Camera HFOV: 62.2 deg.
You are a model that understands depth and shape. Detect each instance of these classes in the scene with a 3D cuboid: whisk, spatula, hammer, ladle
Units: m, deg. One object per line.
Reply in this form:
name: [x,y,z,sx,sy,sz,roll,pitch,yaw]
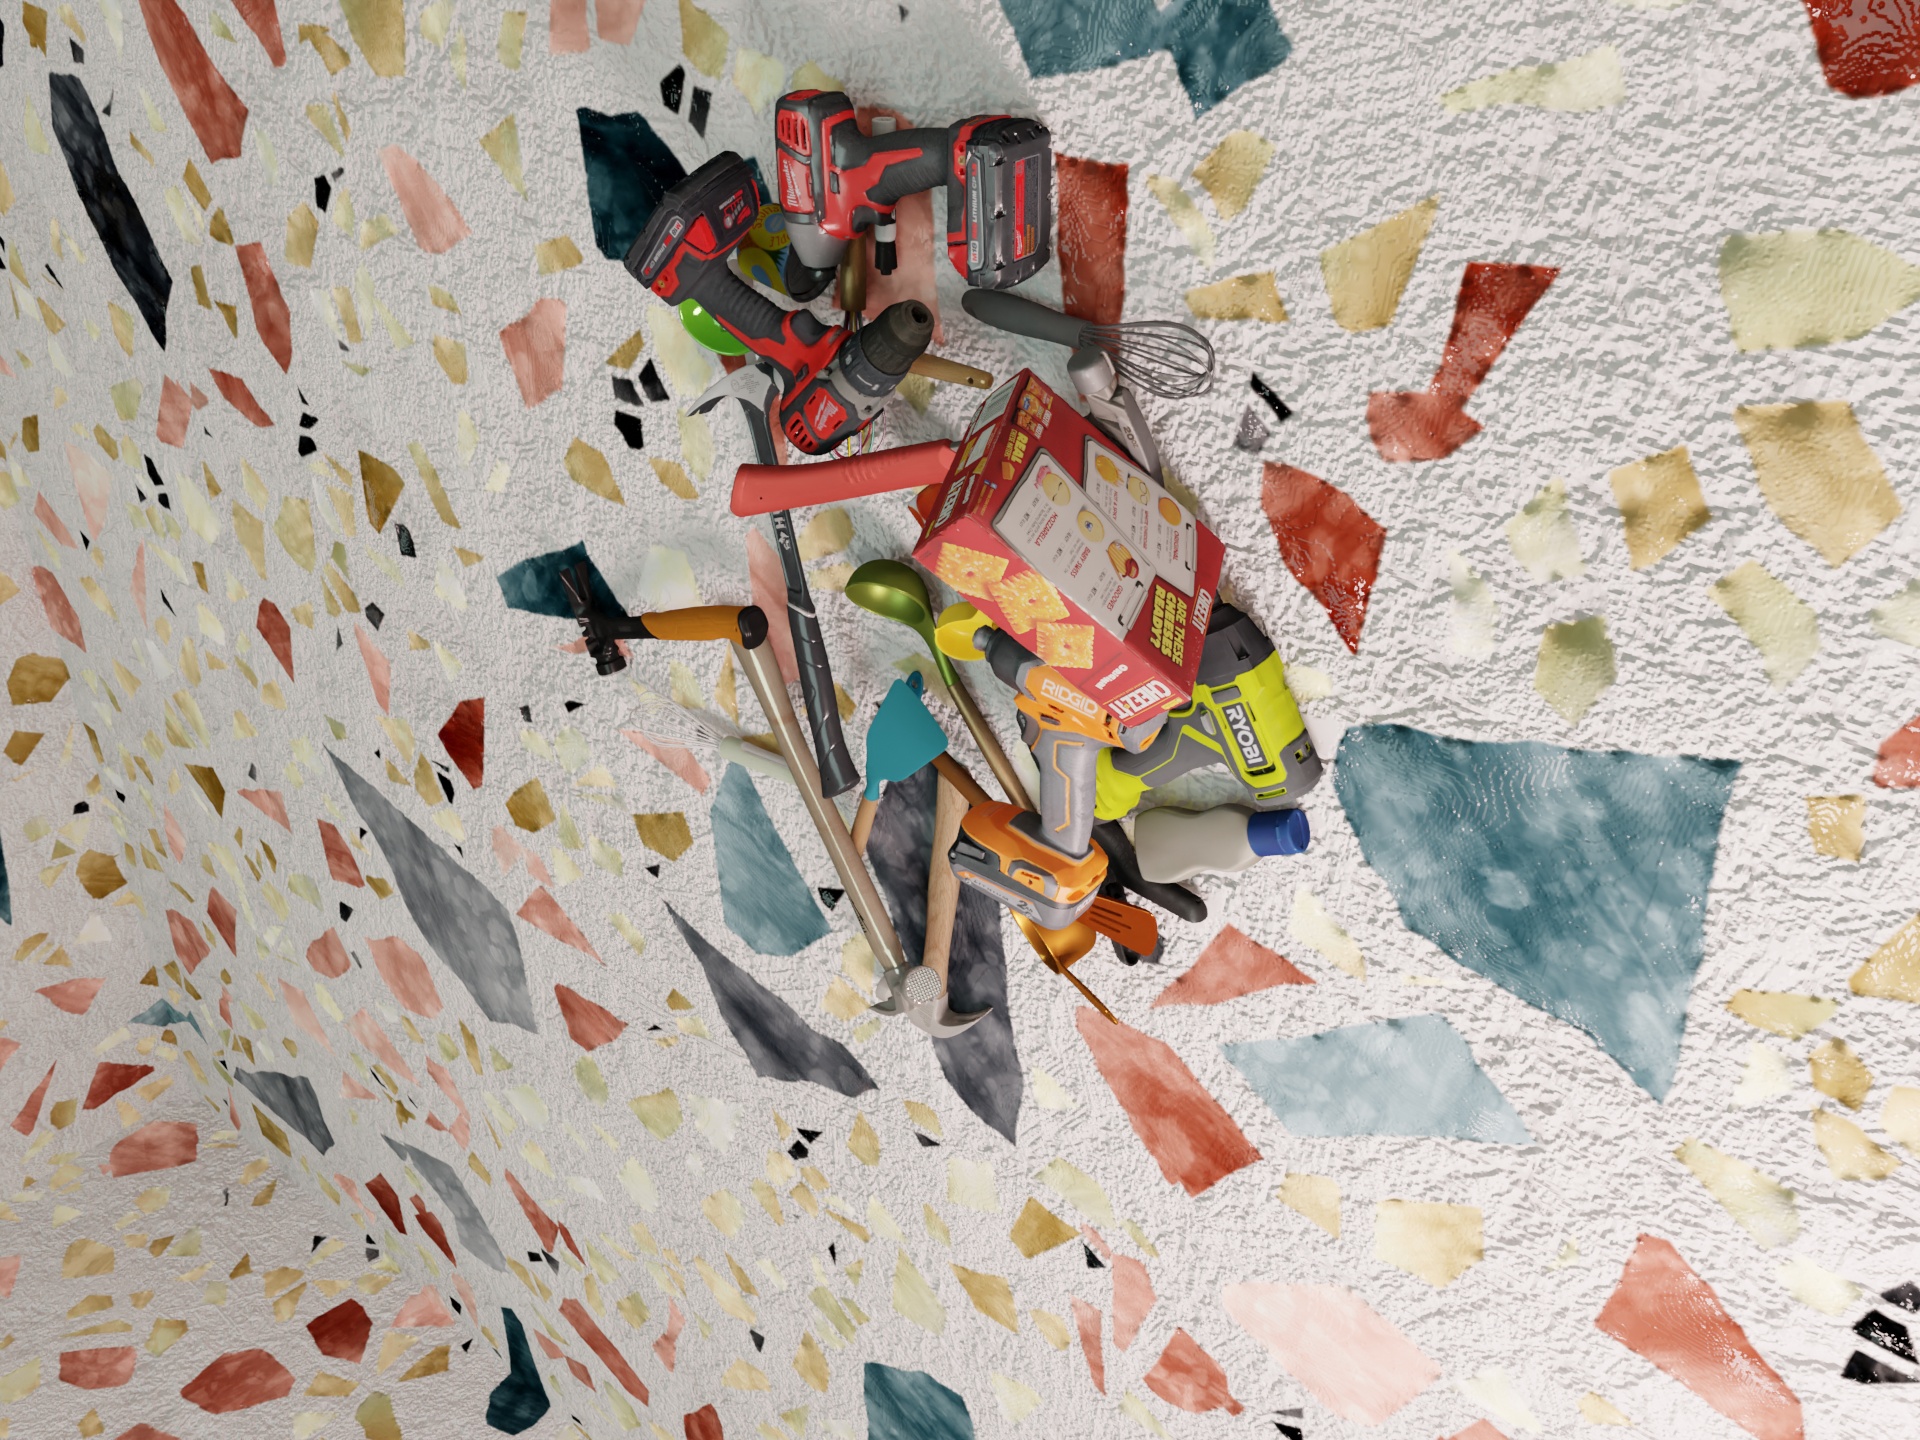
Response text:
whisk: [-0.254,0.024,1.683,0.246,0.058,0.059,19,118,27]
spatula: [-0.081,0.082,1.549,0.082,0.044,0.317,51,150,20]
spatula: [0.051,0.094,1.419,0.323,0.041,0.081,46,159,27]
hammer: [-0.136,0.099,1.580,0.411,0.038,0.146,65,157,7]
hammer: [-0.017,0.185,1.575,0.130,0.031,0.331,28,130,28]
hammer: [-0.303,-0.105,1.625,0.337,0.034,0.127,3,117,50]
whisk: [-0.090,-0.324,1.333,0.051,0.047,0.244,20,122,32]
ladle: [-0.002,-0.005,1.432,0.320,0.062,0.078,60,151,-8]
whisk: [0.091,-0.288,1.185,0.239,0.055,0.055,26,130,34]
hammer: [-0.156,-0.123,1.469,0.149,0.036,0.409,-1,106,38]
hammer: [-0.023,-0.195,1.251,0.359,0.037,0.149,-6,135,28]

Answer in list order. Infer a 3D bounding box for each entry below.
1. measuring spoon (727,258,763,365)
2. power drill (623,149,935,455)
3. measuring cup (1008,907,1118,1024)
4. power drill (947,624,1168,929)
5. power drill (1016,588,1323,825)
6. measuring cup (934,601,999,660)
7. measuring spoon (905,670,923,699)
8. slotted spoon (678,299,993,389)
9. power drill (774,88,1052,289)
measuring spoon: [-0.195,-0.349,1.424,0.034,0.018,0.124,12,122,37]
power drill: [-0.134,-0.327,1.233,0.226,0.080,0.188,46,144,-10]
measuring cup: [0.106,0.202,1.418,0.174,0.052,0.095,44,164,44]
power drill: [0.063,0.035,1.263,0.164,0.084,0.226,27,121,22]
power drill: [0.161,-0.004,1.273,0.223,0.080,0.171,-17,102,42]
measuring cup: [0.027,-0.106,1.345,0.062,0.029,0.156,17,140,-17]
measuring spoon: [-0.059,0.003,1.509,0.042,0.021,0.128,38,136,19]
slotted spoon: [-0.105,-0.310,1.306,0.314,0.031,0.070,21,133,28]
power drill: [-0.044,-0.394,1.203,0.220,0.078,0.143,17,124,28]
